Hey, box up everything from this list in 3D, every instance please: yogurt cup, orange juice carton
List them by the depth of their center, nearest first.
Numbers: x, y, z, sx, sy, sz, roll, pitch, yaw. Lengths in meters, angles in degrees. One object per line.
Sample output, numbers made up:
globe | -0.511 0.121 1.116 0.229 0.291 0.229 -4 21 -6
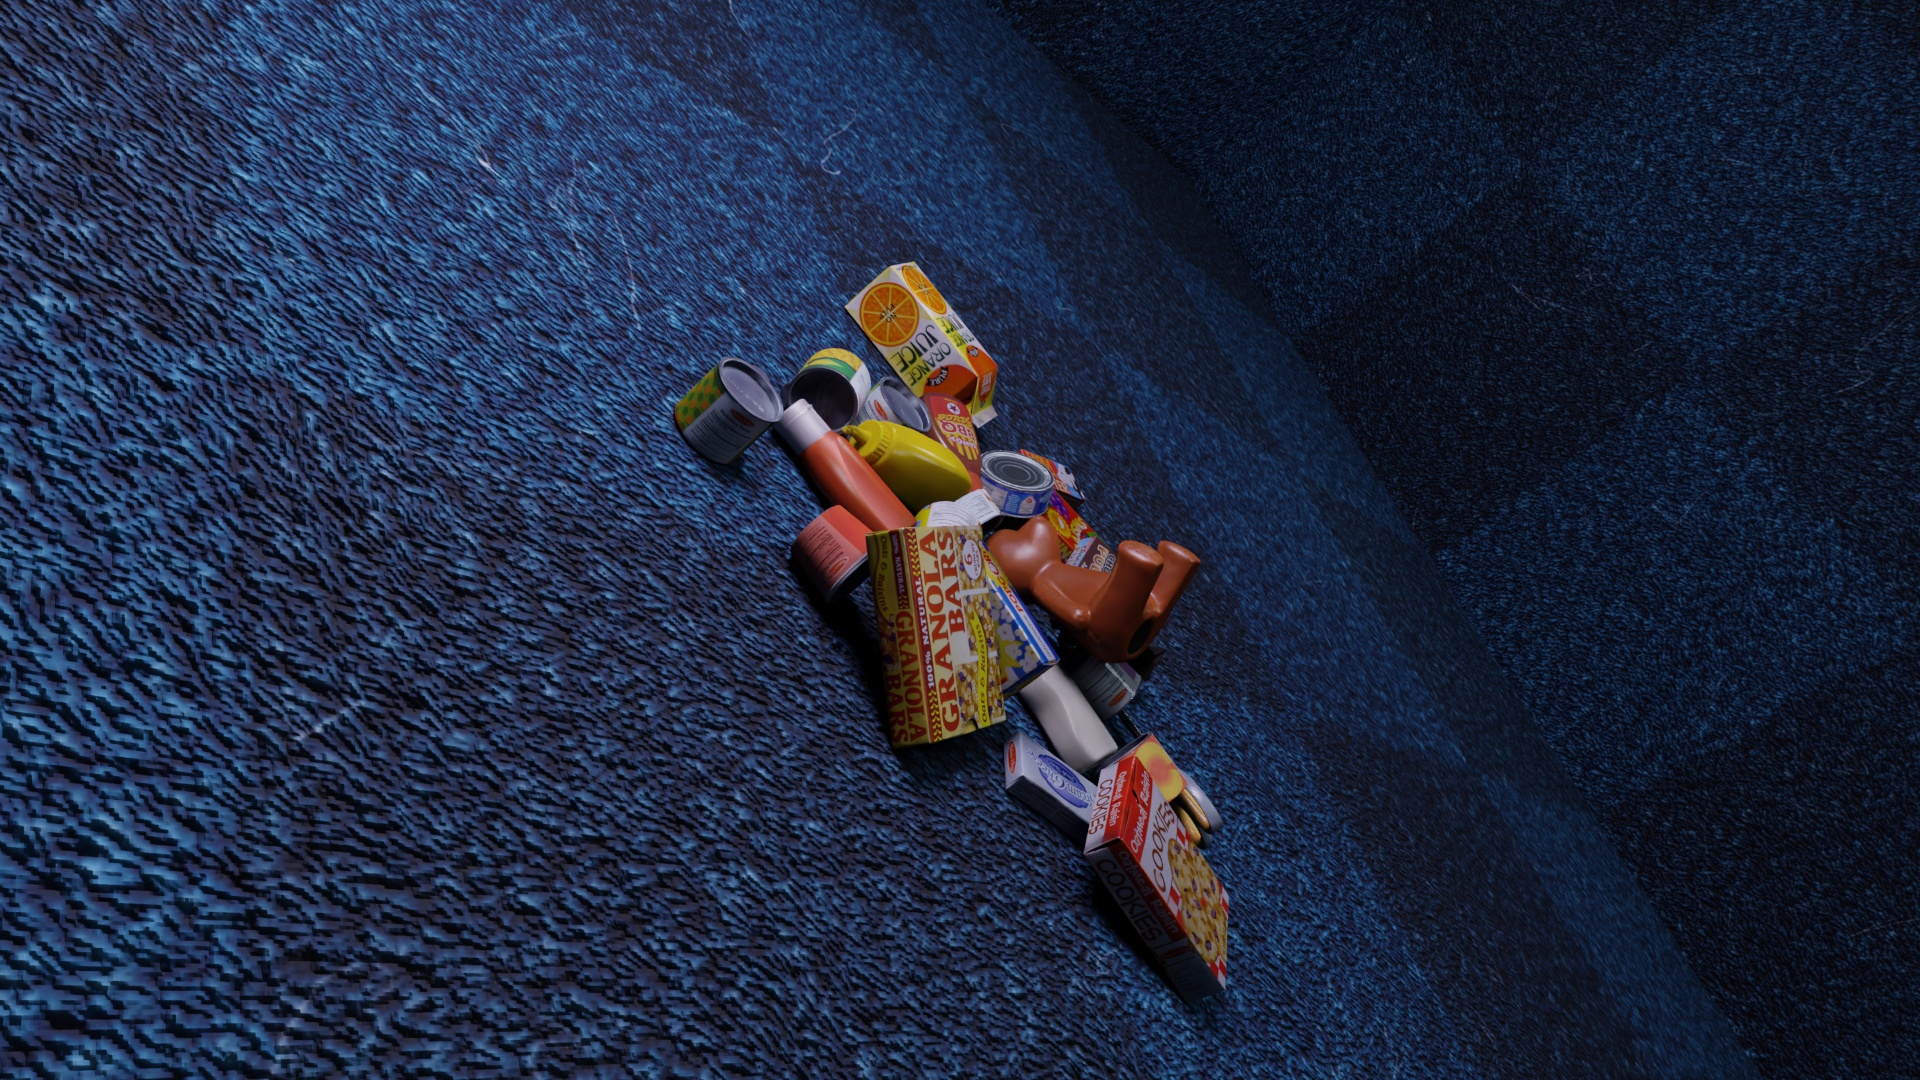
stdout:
yogurt cup | -0.097 0.009 1.100 0.054 0.072 0.072 46 23 8
orange juice carton | -0.029 -0.204 1.502 0.192 0.073 0.072 52 24 0

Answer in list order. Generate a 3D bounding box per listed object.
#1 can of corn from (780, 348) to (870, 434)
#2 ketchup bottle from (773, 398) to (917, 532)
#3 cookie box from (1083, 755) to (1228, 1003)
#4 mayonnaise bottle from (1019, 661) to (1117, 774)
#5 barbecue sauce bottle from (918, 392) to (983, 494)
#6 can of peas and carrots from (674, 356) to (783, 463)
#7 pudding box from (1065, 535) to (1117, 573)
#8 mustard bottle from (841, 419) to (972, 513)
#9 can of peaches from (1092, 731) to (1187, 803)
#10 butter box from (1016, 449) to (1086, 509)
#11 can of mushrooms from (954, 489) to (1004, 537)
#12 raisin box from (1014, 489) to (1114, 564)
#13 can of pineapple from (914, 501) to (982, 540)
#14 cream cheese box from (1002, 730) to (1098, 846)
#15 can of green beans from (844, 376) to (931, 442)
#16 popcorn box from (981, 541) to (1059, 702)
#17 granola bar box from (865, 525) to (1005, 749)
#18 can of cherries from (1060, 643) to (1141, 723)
can of corn | -0.121 -0.136 1.260 0.071 0.071 0.058 46 24 -12
ketchup bottle | -0.101 -0.056 1.206 0.149 0.043 0.065 50 21 -2
cookie box | 0.169 0.282 1.170 0.167 0.040 0.123 56 23 -14
mayonnaise bottle | 0.082 0.139 1.255 0.148 0.041 0.065 56 24 15
barbecue sauce bottle | -0.007 -0.084 1.407 0.065 0.043 0.149 16 41 -33
can of peas and carrots | -0.185 -0.105 1.112 0.071 0.058 0.071 40 26 -24
pudding box | 0.130 0.043 1.435 0.049 0.030 0.084 43 62 -17
mustard bottle | -0.056 -0.074 1.272 0.160 0.065 0.049 32 19 -47
can of peaches | 0.161 0.216 1.255 0.058 0.071 0.071 54 24 5
butter box | 0.099 -0.069 1.594 0.103 0.024 0.053 15 42 -53
can of mushrooms | 0.005 -0.016 1.311 0.033 0.071 0.071 55 24 10
raisin box | 0.114 0.004 1.500 0.123 0.040 0.086 45 26 -15
can of pineapple | -0.015 0.008 1.243 0.071 0.071 0.058 43 25 -18
cream cheese box | 0.078 0.210 1.169 0.103 0.024 0.054 39 28 -25
can of green beans | -0.071 -0.112 1.318 0.071 0.057 0.071 39 27 -24
popcorn box | 0.013 0.074 1.172 0.127 0.085 0.038 57 23 14
granola bar box | -0.017 0.071 1.095 0.124 0.039 0.165 -3 84 -61
can of cherries | 0.127 0.132 1.316 0.058 0.071 0.072 46 25 -9
